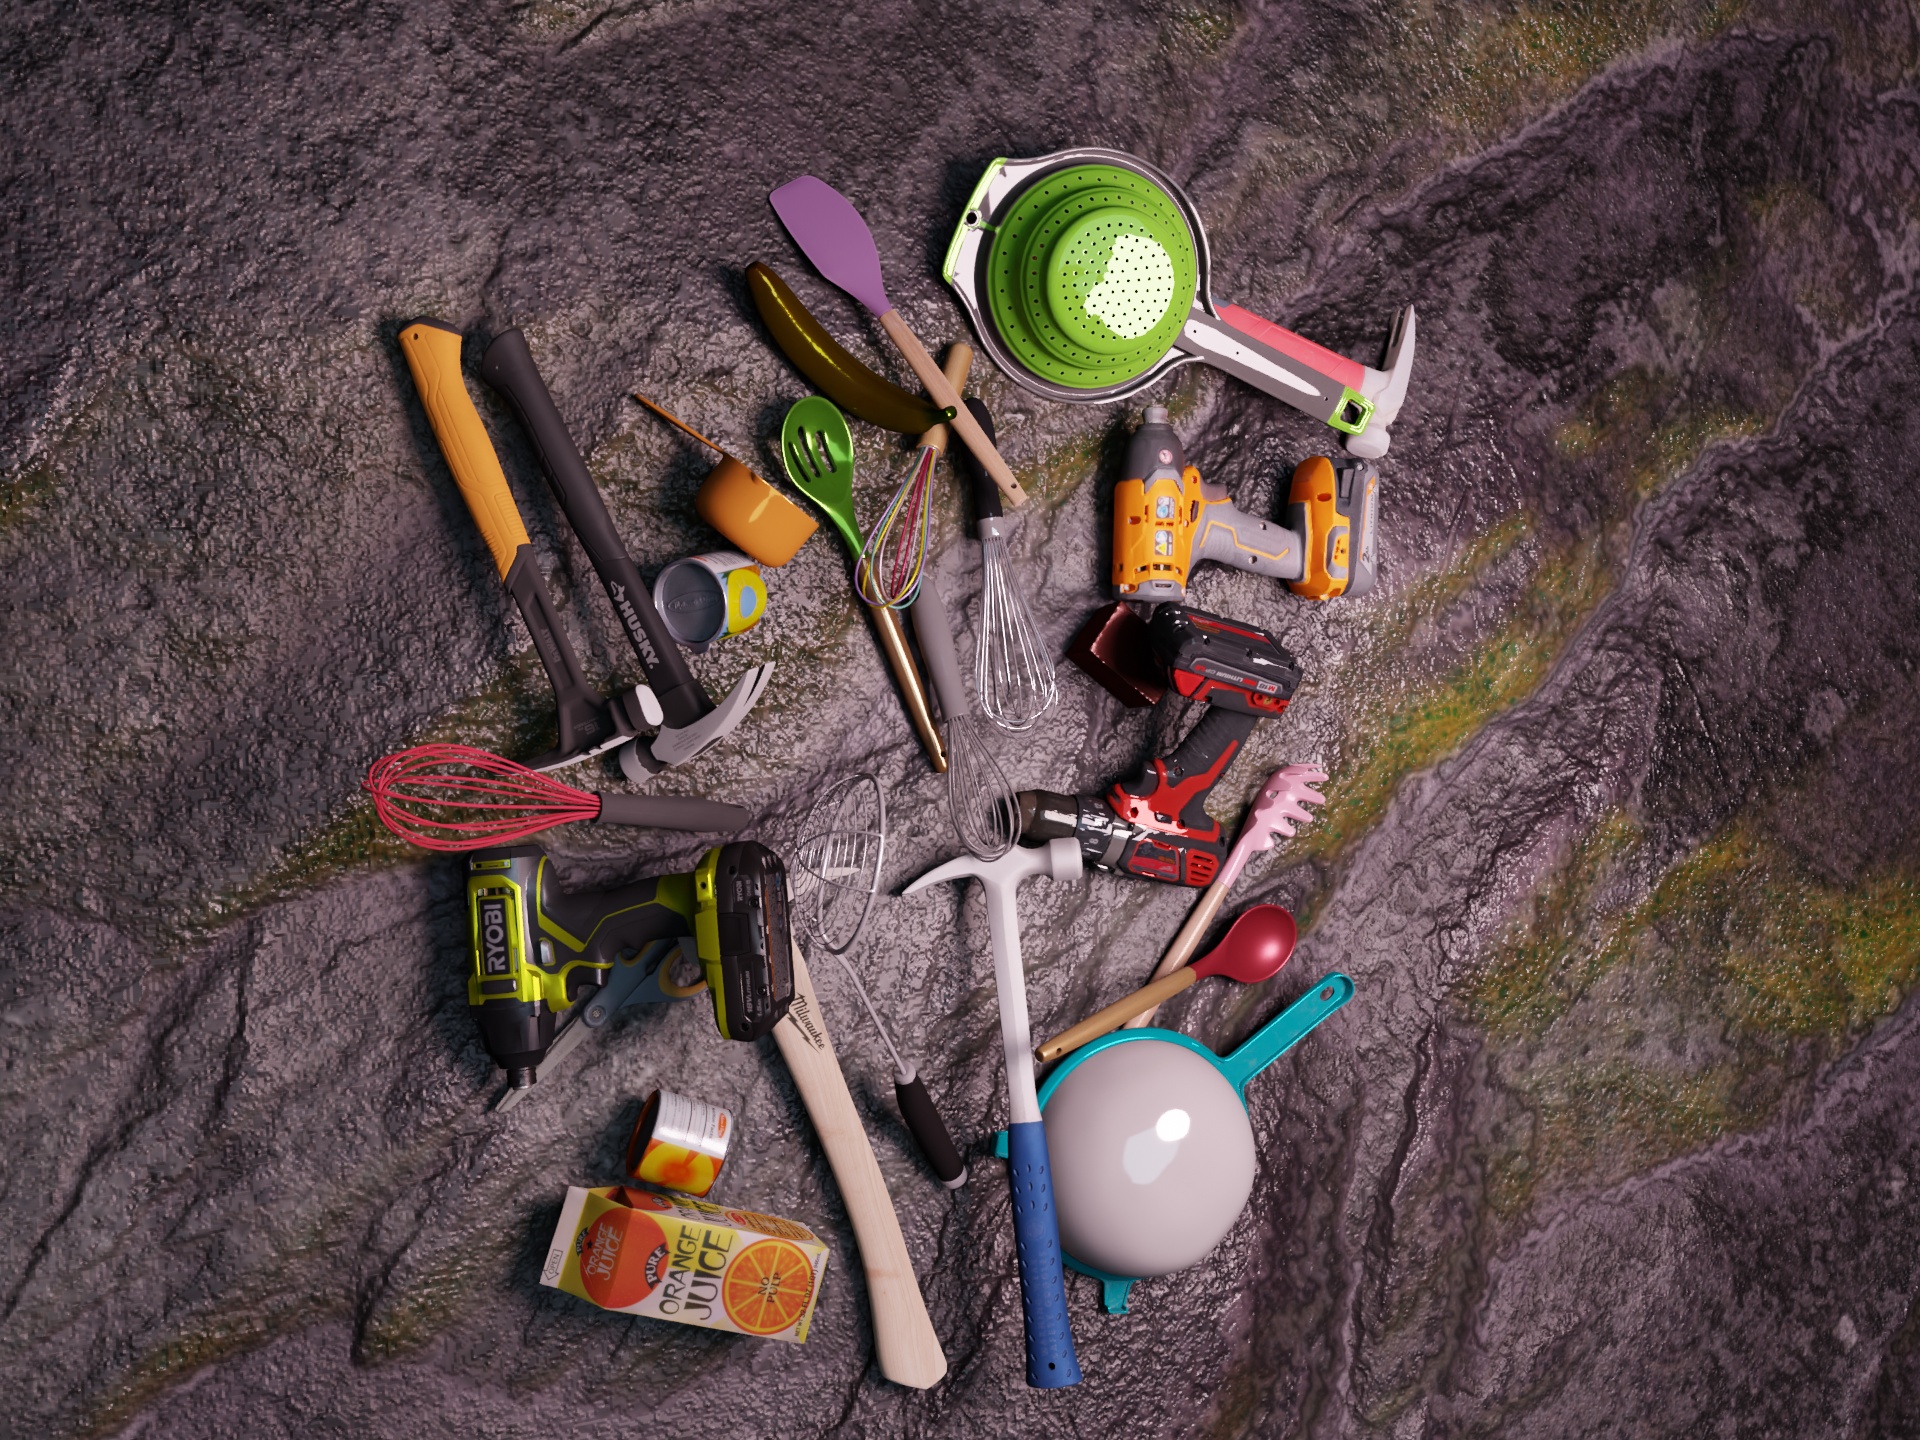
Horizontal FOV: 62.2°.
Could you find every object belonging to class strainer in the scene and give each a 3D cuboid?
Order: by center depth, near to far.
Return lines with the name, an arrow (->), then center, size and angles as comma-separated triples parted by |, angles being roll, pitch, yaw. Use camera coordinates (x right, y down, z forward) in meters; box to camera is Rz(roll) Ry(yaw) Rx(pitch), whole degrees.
strainer -> 0.207, 0.323, 1.287 | 0.340, 0.095, 0.211 | -37, 103, -11

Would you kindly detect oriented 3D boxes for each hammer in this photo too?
hammer -> -0.333, -0.128, 1.142 | 0.127, 0.034, 0.337 | -22, 89, 10
hammer -> -0.256, -0.130, 1.154 | 0.335, 0.146, 0.035 | 63, 30, 0
hammer -> -0.083, 0.317, 1.224 | 0.146, 0.038, 0.410 | -23, 97, -29
hammer -> 0.043, 0.298, 1.225 | 0.144, 0.035, 0.406 | -6, 81, -1
hammer -> 0.224, -0.362, 1.377 | 0.386, 0.038, 0.143 | 19, 80, -19

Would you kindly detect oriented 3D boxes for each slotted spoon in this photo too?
slotted spoon -> -0.071, -0.103, 1.258 | 0.070, 0.031, 0.313 | -27, 99, -37

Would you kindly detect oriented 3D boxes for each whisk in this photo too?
whisk -> -0.275, 0.060, 1.122 | 0.295, 0.073, 0.073 | 8, 84, -41
whisk -> -0.002, -0.004, 1.251 | 0.055, 0.055, 0.239 | -11, 78, -21
whisk -> -0.027, -0.194, 1.255 | 0.051, 0.047, 0.245 | 24, 68, -19
whisk -> 0.030, -0.123, 1.286 | 0.070, 0.070, 0.285 | -6, 85, -21

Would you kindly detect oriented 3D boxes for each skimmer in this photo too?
skimmer -> -0.037, 0.206, 1.176 | 0.090, 0.127, 0.363 | -24, 119, -3

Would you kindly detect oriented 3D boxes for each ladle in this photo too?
ladle -> 0.169, 0.215, 1.280 | 0.315, 0.031, 0.069 | -17, 107, -42

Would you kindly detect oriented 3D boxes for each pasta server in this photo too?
pasta server -> 0.213, 0.164, 1.346 | 0.316, 0.040, 0.060 | -56, 139, -13

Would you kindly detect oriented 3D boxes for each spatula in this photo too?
spatula -> -0.042, -0.300, 1.255 | 0.060, 0.018, 0.316 | -34, 87, -21

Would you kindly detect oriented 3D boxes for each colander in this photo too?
colander -> 0.185, -0.322, 1.291 | 0.397, 0.095, 0.204 | 22, 102, -17

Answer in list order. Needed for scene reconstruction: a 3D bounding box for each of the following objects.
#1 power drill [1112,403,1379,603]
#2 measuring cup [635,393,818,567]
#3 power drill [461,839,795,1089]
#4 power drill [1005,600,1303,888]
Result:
power drill -> 0.237, -0.180, 1.346 | 0.226, 0.084, 0.164 | 0, 93, -17
measuring cup -> -0.190, -0.179, 1.199 | 0.173, 0.095, 0.052 | 36, 91, 6
power drill -> -0.236, 0.168, 1.120 | 0.223, 0.080, 0.171 | -5, 88, 8
power drill -> 0.154, 0.024, 1.274 | 0.187, 0.080, 0.226 | 14, 113, -17
